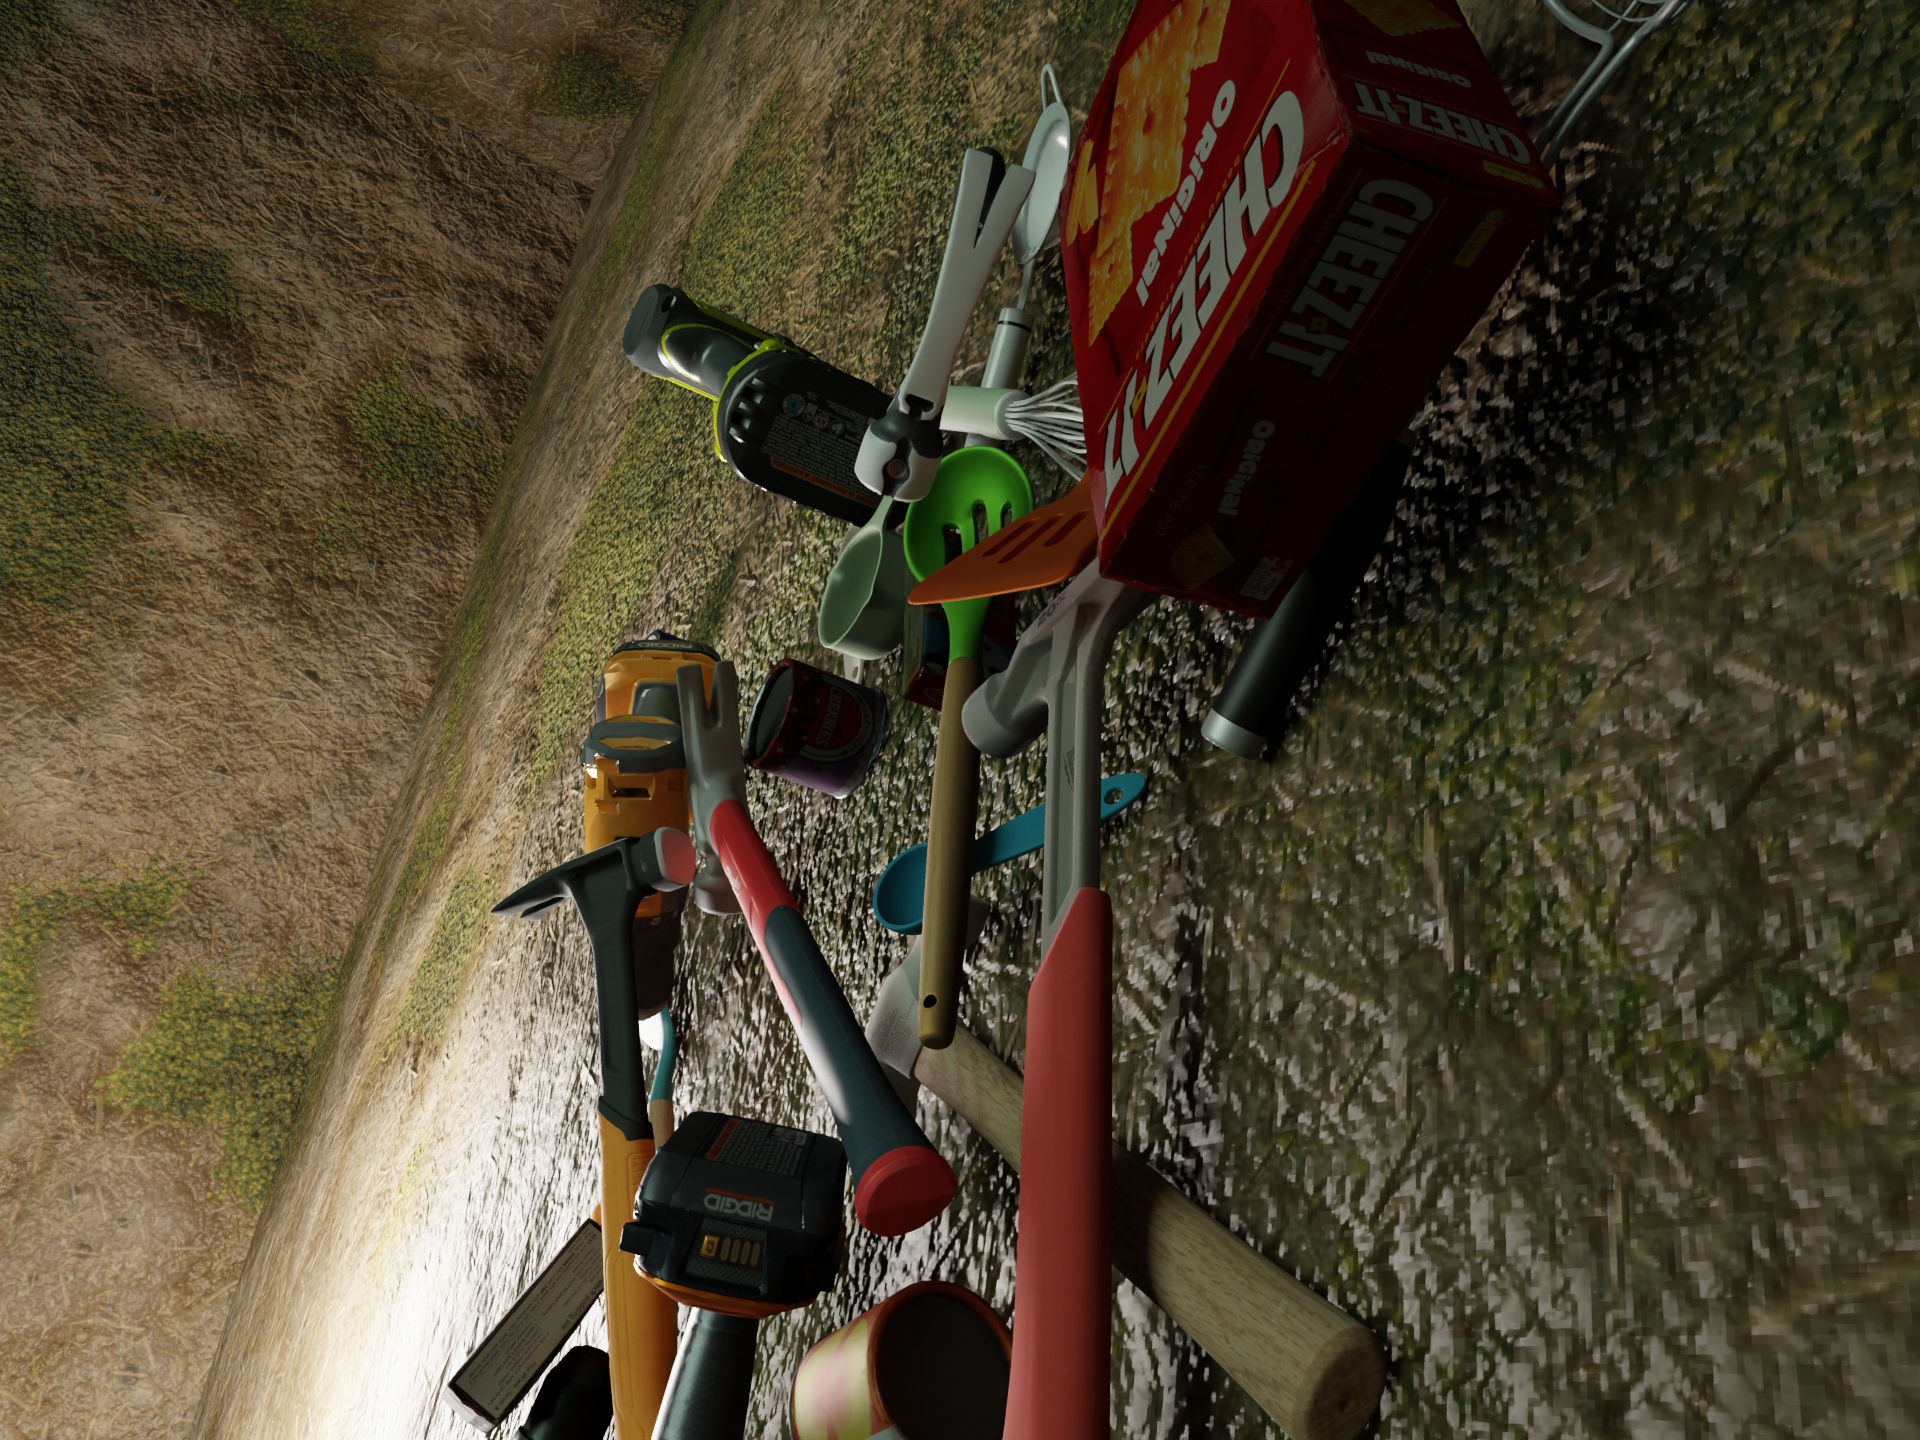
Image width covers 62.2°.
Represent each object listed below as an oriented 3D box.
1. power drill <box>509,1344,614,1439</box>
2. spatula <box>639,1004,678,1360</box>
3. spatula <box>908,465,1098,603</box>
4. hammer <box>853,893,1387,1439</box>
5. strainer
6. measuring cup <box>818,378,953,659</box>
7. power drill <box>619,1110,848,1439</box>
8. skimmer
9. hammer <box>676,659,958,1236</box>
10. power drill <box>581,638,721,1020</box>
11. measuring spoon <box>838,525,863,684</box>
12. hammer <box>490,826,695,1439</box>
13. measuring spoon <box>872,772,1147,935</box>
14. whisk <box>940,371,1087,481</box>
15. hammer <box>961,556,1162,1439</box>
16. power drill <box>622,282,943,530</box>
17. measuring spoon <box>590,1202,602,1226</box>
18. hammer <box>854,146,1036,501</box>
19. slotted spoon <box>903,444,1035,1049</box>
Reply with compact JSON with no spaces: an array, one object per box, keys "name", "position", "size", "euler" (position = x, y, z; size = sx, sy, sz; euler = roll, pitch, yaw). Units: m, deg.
[{"name":"power drill","position":[-0.205,0.428,0.785],"size":[0.188,0.080,0.227],"euler":[-67,19,-13]},{"name":"spatula","position":[-0.187,0.249,0.931],"size":[0.318,0.044,0.082],"euler":[-105,22,-51]},{"name":"spatula","position":[0.075,-0.164,0.657],"size":[0.081,0.041,0.323],"euler":[-4,52,42]},{"name":"hammer","position":[0.034,0.156,0.561],"size":[0.331,0.031,0.130],"euler":[19,88,66]},{"name":"strainer","position":[0.034,-0.225,0.869],"size":[0.087,0.050,0.258],"euler":[-164,89,-73]},{"name":"measuring cup","position":[-0.029,-0.112,0.910],"size":[0.167,0.038,0.083],"euler":[-64,24,4]},{"name":"power drill","position":[-0.103,0.280,0.616],"size":[0.164,0.084,0.226],"euler":[114,168,-85]},{"name":"skimmer","position":[0.145,-0.162,0.518],"size":[0.363,0.090,0.127],"euler":[-64,16,12]},{"name":"hammer","position":[-0.078,0.090,0.719],"size":[0.387,0.038,0.143],"euler":[-136,40,-64]},{"name":"power drill","position":[-0.193,0.061,0.997],"size":[0.226,0.084,0.185],"euler":[-103,15,-68]},{"name":"measuring spoon","position":[-0.060,-0.068,0.970],"size":[0.034,0.018,0.124],"euler":[-40,43,46]},{"name":"hammer","position":[-0.175,0.229,0.810],"size":[0.127,0.034,0.337],"euler":[-23,64,27]},{"name":"measuring spoon","position":[0.023,0.055,0.648],"size":[0.128,0.021,0.042],"euler":[-26,41,19]},{"name":"whisk","position":[0.031,-0.147,0.772],"size":[0.246,0.057,0.059],"euler":[-153,65,-62]},{"name":"hammer","position":[0.040,0.101,0.511],"size":[0.149,0.036,0.359],"euler":[-43,34,47]},{"name":"power drill","position":[-0.106,-0.201,1.006],"size":[0.080,0.171,0.223],"euler":[-62,33,14]},{"name":"measuring spoon","position":[-0.216,0.272,0.967],"size":[0.021,0.011,0.116],"euler":[-112,29,-50]},{"name":"hammer","position":[0.003,-0.257,0.848],"size":[0.409,0.036,0.149],"euler":[-83,13,-61]},{"name":"slotted spoon","position":[-0.001,-0.002,0.683],"size":[0.070,0.031,0.314],"euler":[-16,47,23]}]
